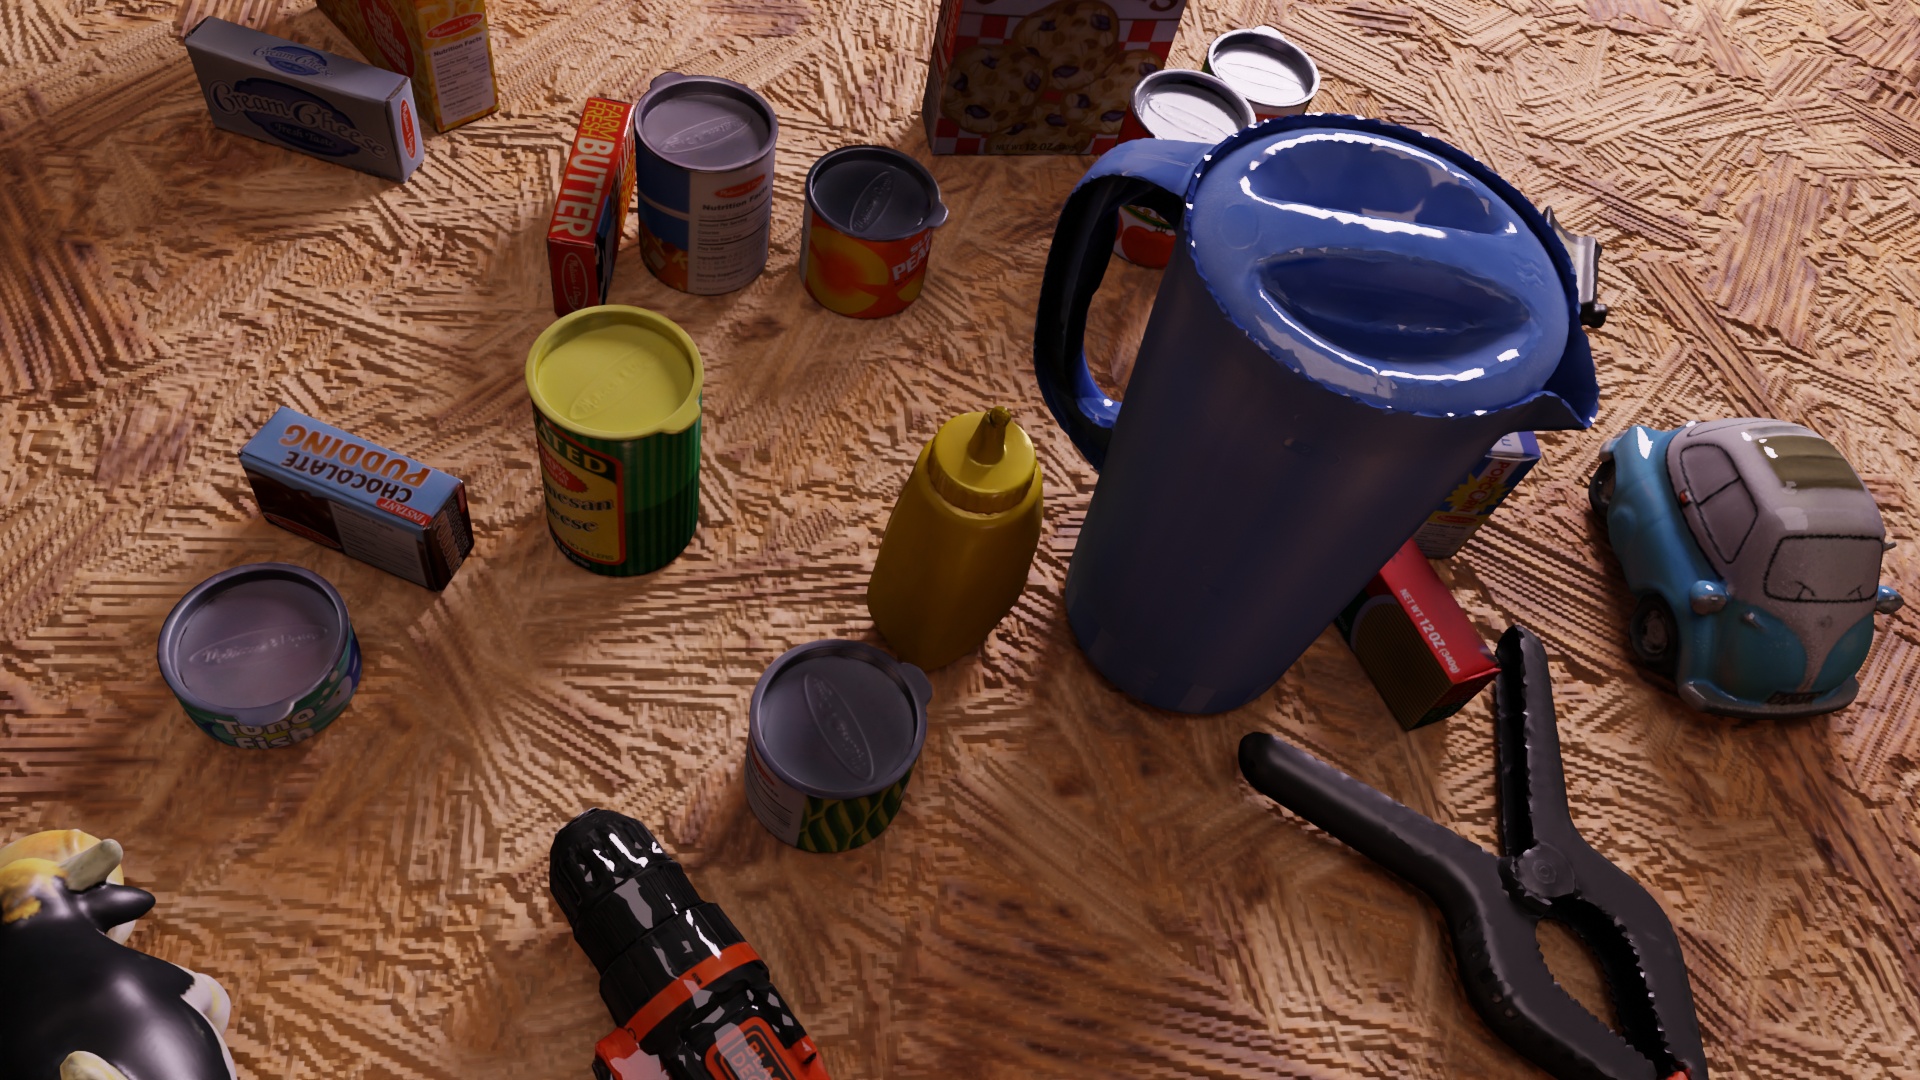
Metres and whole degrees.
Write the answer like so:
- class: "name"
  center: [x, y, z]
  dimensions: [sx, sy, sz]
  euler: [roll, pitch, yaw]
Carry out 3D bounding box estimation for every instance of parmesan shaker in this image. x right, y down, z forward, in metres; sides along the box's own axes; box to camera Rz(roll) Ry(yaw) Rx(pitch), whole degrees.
- class: "parmesan shaker"
  center: [-0.138, -0.036, 0.571]
  dimensions: [0.071, 0.102, 0.071]
  euler: [5, 56, -8]

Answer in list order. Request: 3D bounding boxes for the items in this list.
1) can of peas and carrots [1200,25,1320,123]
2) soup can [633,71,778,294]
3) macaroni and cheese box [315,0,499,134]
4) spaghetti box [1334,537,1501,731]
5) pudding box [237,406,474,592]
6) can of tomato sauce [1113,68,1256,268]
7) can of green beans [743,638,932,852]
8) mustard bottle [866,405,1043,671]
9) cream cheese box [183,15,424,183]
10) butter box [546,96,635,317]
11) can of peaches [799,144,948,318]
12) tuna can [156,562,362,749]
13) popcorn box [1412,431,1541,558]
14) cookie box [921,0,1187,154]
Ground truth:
- class: "can of peas and carrots"
  center: [0.166, -0.253, 0.805]
  dimensions: [0.071, 0.058, 0.071]
  euler: [5, 56, -8]
- class: "soup can"
  center: [-0.126, -0.173, 0.677]
  dimensions: [0.071, 0.083, 0.072]
  euler: [5, 56, -8]
- class: "macaroni and cheese box"
  center: [-0.285, -0.306, 0.682]
  dimensions: [0.040, 0.165, 0.124]
  euler: [-35, 70, -29]
- class: "spaghetti box"
  center: [0.165, -0.029, 0.660]
  dimensions: [0.029, 0.050, 0.251]
  euler: [-16, 61, -21]
- class: "pudding box"
  center: [-0.245, -0.016, 0.568]
  dimensions: [0.084, 0.049, 0.030]
  euler: [22, 55, 3]
- class: "can of tomato sauce"
  center: [0.112, -0.196, 0.741]
  dimensions: [0.071, 0.082, 0.071]
  euler: [5, 56, -8]
- class: "can of green beans"
  center: [-0.050, 0.081, 0.539]
  dimensions: [0.071, 0.057, 0.071]
  euler: [5, 56, -8]
- class: "mustard bottle"
  center: [0.002, -0.007, 0.546]
  dimensions: [0.065, 0.159, 0.049]
  euler: [-34, 69, -28]
- class: "cream cheese box"
  center: [-0.321, -0.216, 0.683]
  dimensions: [0.104, 0.053, 0.024]
  euler: [17, 55, 0]
- class: "butter box"
  center: [-0.179, -0.162, 0.677]
  dimensions: [0.024, 0.052, 0.104]
  euler: [7, 56, -7]
- class: "can of peaches"
  center: [-0.045, -0.153, 0.695]
  dimensions: [0.071, 0.057, 0.071]
  euler: [5, 56, -8]
- class: "tuna can"
  center: [-0.266, 0.046, 0.532]
  dimensions: [0.071, 0.032, 0.071]
  euler: [5, 56, -8]
- class: "popcorn box"
  center: [0.230, -0.066, 0.678]
  dimensions: [0.038, 0.084, 0.127]
  euler: [3, 56, -9]
- class: "cookie box"
  center: [0.053, -0.279, 0.733]
  dimensions: [0.123, 0.166, 0.040]
  euler: [-4, 58, -14]
